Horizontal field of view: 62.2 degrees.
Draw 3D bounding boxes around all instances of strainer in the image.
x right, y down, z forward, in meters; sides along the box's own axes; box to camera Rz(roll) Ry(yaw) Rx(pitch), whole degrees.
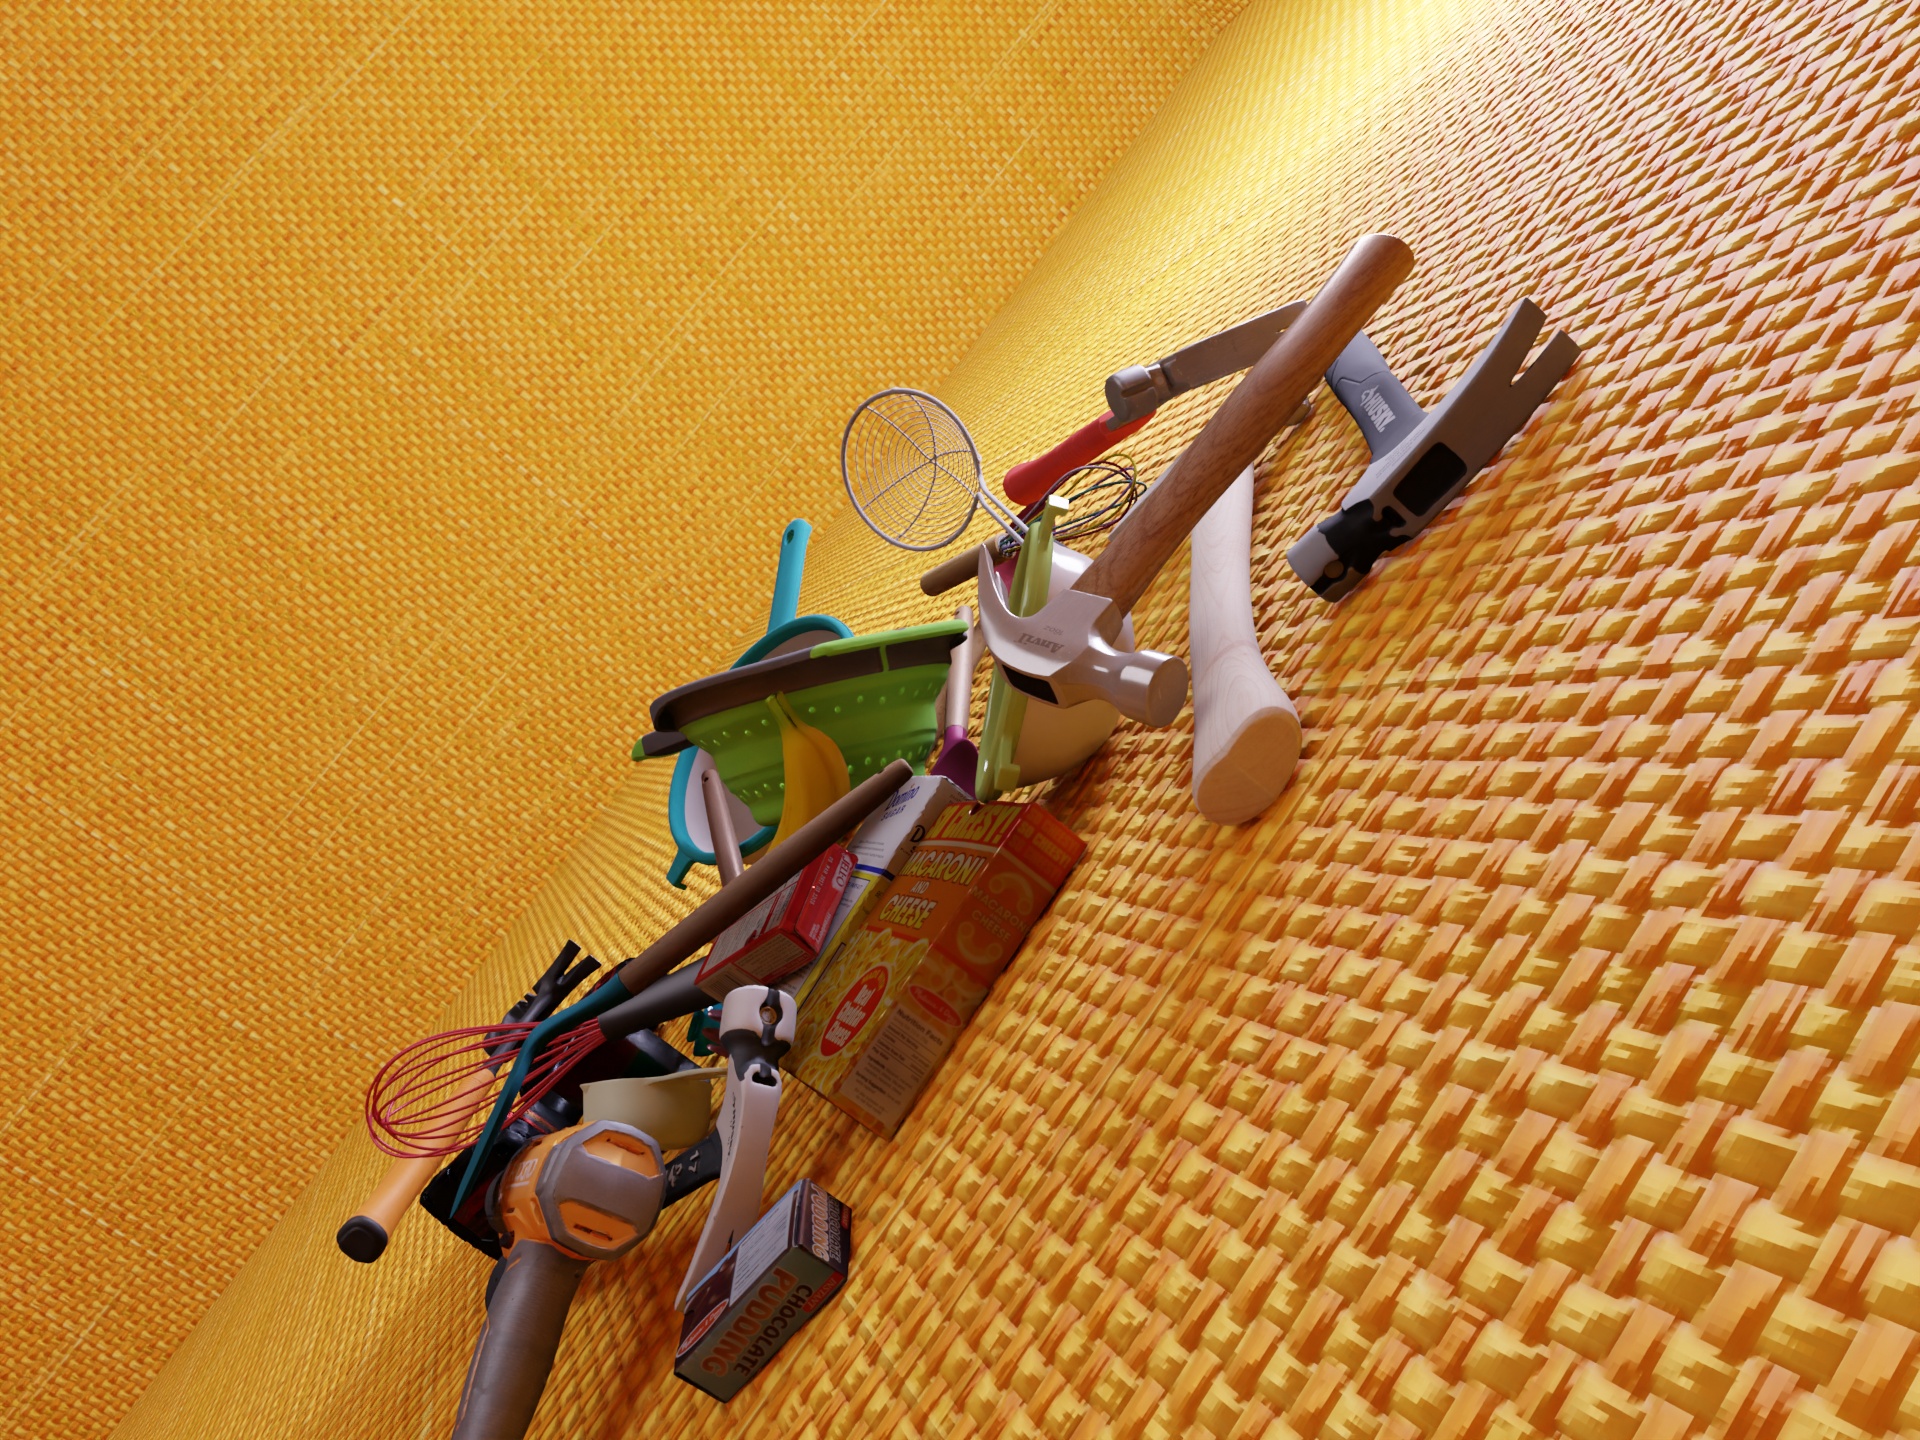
[{"bbox_3d":[-0.120,-0.018,1.258,0.211,0.095,0.341,-30,40,33],"label":"strainer"},{"bbox_3d":[0.051,-0.015,0.890,0.256,0.069,0.151,104,177,-79],"label":"strainer"}]

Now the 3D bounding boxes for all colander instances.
[{"bbox_3d":[-0.128,0.025,1.066,0.204,0.094,0.397,-12,-3,-34],"label":"colander"}]

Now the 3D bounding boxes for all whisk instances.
[{"bbox_3d":[0.049,-0.141,1.188,0.051,0.047,0.245,-15,-5,-41],"label":"whisk"},{"bbox_3d":[-0.228,0.191,0.954,0.296,0.073,0.073,-24,18,8],"label":"whisk"}]

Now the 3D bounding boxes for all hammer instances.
[{"bbox_3d":[-0.193,0.282,0.878,0.409,0.036,0.149,-43,35,48],"label":"hammer"},{"bbox_3d":[-0.363,0.280,1.175,0.127,0.034,0.337,-47,8,17],"label":"hammer"},{"bbox_3d":[0.124,-0.130,0.761,0.130,0.031,0.331,18,57,38],"label":"hammer"},{"bbox_3d":[0.116,-0.215,1.157,0.149,0.037,0.359,-24,2,-16],"label":"hammer"},{"bbox_3d":[0.214,-0.174,0.816,0.146,0.035,0.335,-46,13,21],"label":"hammer"},{"bbox_3d":[0.125,-0.062,0.803,0.146,0.038,0.411,-46,14,26],"label":"hammer"}]

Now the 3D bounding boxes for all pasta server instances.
[{"bbox_3d":[-0.152,0.117,1.058,0.060,0.040,0.317,-37,34,7],"label":"pasta server"}]

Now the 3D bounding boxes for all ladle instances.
[{"bbox_3d":[0.009,-0.052,1.195,0.069,0.031,0.316,-25,30,47],"label":"ladle"}]

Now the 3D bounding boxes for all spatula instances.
[{"bbox_3d":[-0.145,0.129,0.824,0.317,0.044,0.082,-38,9,-8],"label":"spatula"}]

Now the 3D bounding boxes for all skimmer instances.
[{"bbox_3d":[0.004,-0.139,1.120,0.364,0.090,0.127,-127,37,-59],"label":"skimmer"}]

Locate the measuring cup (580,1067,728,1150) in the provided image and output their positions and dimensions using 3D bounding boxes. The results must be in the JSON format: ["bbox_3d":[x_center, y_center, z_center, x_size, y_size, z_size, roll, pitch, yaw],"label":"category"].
[{"bbox_3d":[-0.164,0.223,0.911,0.167,0.083,0.038,-29,57,55],"label":"measuring cup"}]

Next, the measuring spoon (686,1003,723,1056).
[{"bbox_3d":[-0.159,0.197,1.016,0.128,0.021,0.042,114,171,-79],"label":"measuring spoon"}]

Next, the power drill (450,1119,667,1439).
[{"bbox_3d":[-0.227,0.309,0.773,0.185,0.084,0.226,-31,36,57],"label":"power drill"}]

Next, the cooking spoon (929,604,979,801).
[{"bbox_3d":[-0.002,-0.003,1.063,0.068,0.017,0.319,-49,18,24],"label":"cooking spoon"}]

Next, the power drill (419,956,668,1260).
[{"bbox_3d":[-0.319,0.299,1.225,0.188,0.080,0.227,-43,12,31],"label":"power drill"}]
